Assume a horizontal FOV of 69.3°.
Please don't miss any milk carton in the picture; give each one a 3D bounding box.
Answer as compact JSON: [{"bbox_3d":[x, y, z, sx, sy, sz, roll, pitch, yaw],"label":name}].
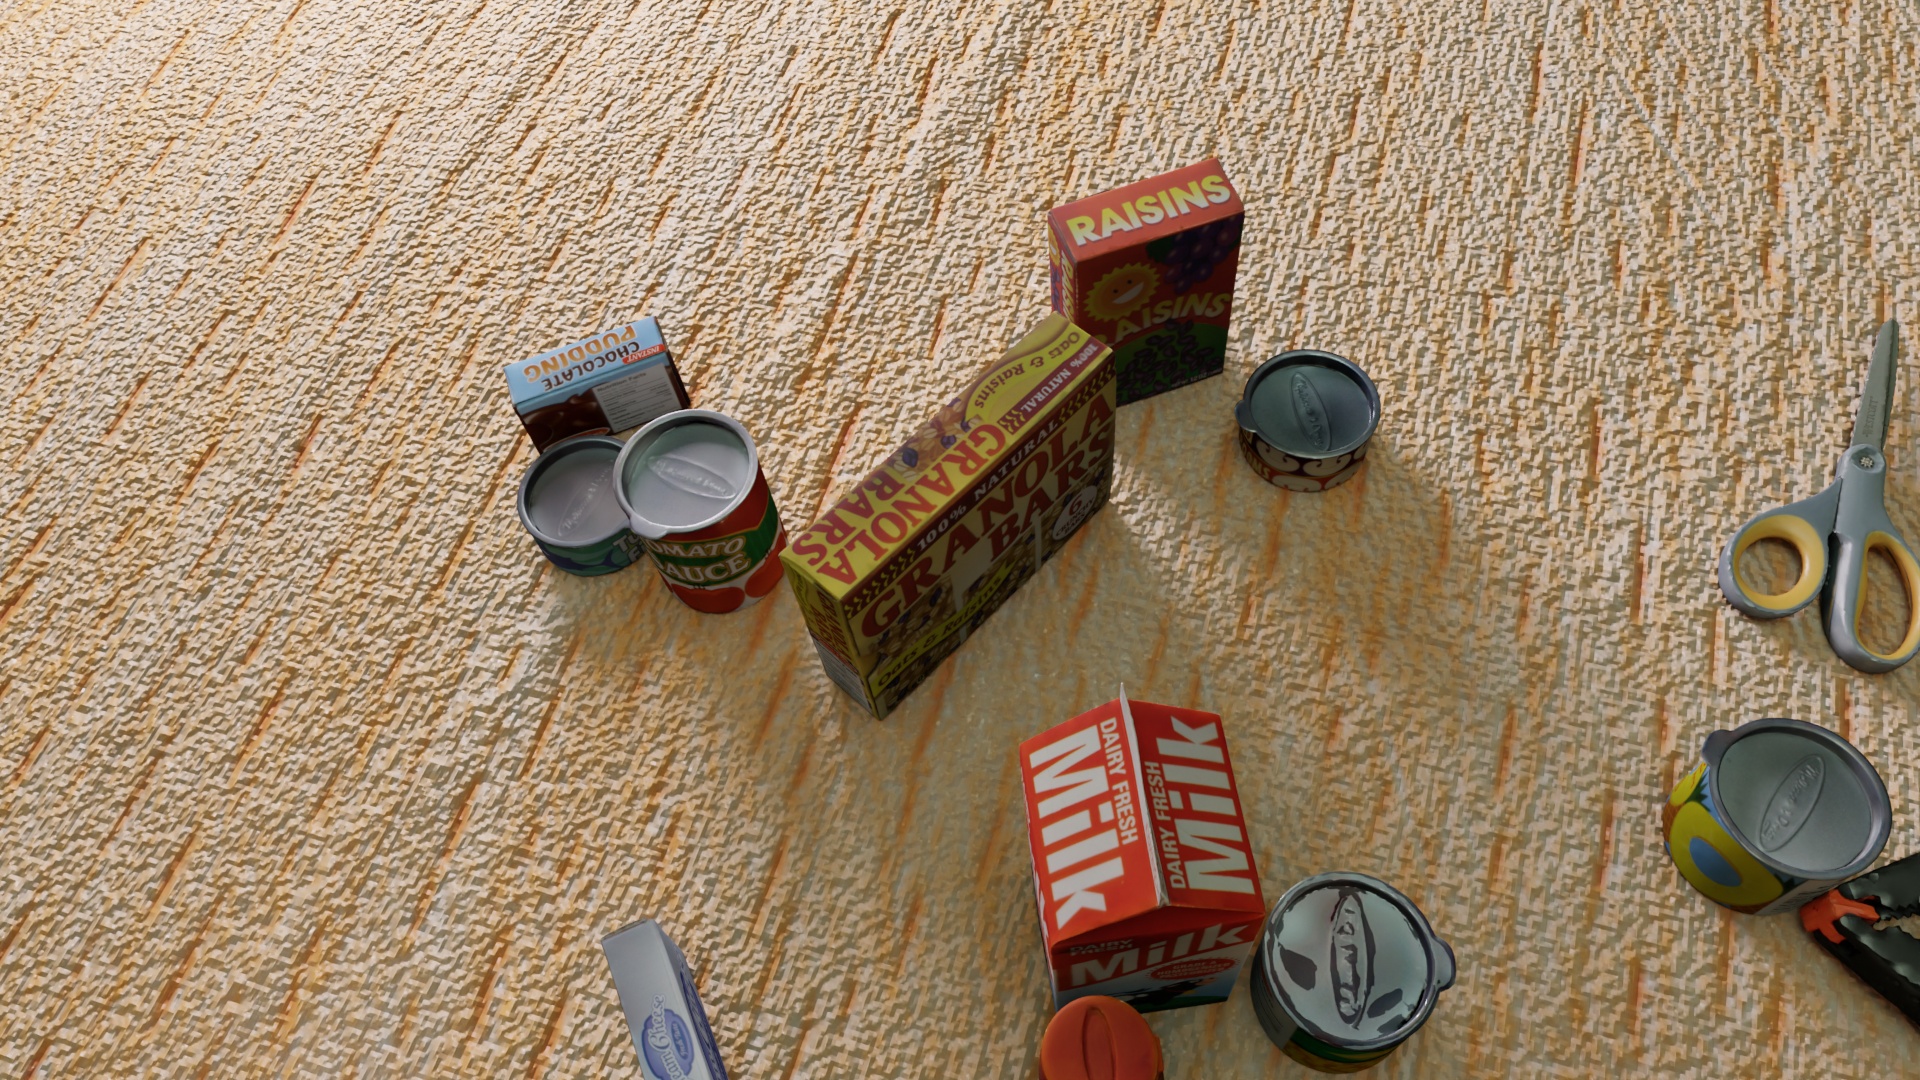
[{"bbox_3d":[0.063,0.120,0.507,0.073,0.189,0.072,-9,60,0],"label":"milk carton"}]

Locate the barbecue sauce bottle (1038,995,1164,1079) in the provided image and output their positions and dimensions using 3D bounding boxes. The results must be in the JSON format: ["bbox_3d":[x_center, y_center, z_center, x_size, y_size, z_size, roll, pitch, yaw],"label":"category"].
[{"bbox_3d":[0.049,0.194,0.490,0.044,0.148,0.065,-6,60,2],"label":"barbecue sauce bottle"}]

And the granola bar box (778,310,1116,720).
[{"bbox_3d":[0.002,-0.008,0.625,0.039,0.123,0.166,39,70,23],"label":"granola bar box"}]

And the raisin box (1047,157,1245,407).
[{"bbox_3d":[0.089,-0.121,0.684,0.086,0.123,0.040,-18,60,-5],"label":"raisin box"}]

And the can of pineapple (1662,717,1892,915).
[{"bbox_3d":[0.328,0.112,0.565,0.071,0.057,0.071,-2,60,4],"label":"can of pineapple"}]

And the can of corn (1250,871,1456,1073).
[{"bbox_3d":[0.152,0.171,0.546,0.071,0.058,0.071,-2,60,4],"label":"can of corn"}]

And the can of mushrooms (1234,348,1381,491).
[{"bbox_3d":[0.171,-0.060,0.693,0.071,0.033,0.071,-2,60,4],"label":"can of mushrooms"}]

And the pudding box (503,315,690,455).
[{"bbox_3d":[-0.189,-0.080,0.726,0.084,0.049,0.030,-21,61,-7],"label":"pudding box"}]

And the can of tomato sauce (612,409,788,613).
[{"bbox_3d":[-0.121,-0.010,0.661,0.071,0.082,0.071,-2,60,4],"label":"can of tomato sauce"}]

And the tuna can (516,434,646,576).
[{"bbox_3d":[-0.183,-0.016,0.699,0.071,0.032,0.071,-2,60,4],"label":"tuna can"}]

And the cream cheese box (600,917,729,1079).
[{"bbox_3d":[-0.111,0.206,0.551,0.024,0.053,0.104,-24,61,-8],"label":"cream cheese box"}]
